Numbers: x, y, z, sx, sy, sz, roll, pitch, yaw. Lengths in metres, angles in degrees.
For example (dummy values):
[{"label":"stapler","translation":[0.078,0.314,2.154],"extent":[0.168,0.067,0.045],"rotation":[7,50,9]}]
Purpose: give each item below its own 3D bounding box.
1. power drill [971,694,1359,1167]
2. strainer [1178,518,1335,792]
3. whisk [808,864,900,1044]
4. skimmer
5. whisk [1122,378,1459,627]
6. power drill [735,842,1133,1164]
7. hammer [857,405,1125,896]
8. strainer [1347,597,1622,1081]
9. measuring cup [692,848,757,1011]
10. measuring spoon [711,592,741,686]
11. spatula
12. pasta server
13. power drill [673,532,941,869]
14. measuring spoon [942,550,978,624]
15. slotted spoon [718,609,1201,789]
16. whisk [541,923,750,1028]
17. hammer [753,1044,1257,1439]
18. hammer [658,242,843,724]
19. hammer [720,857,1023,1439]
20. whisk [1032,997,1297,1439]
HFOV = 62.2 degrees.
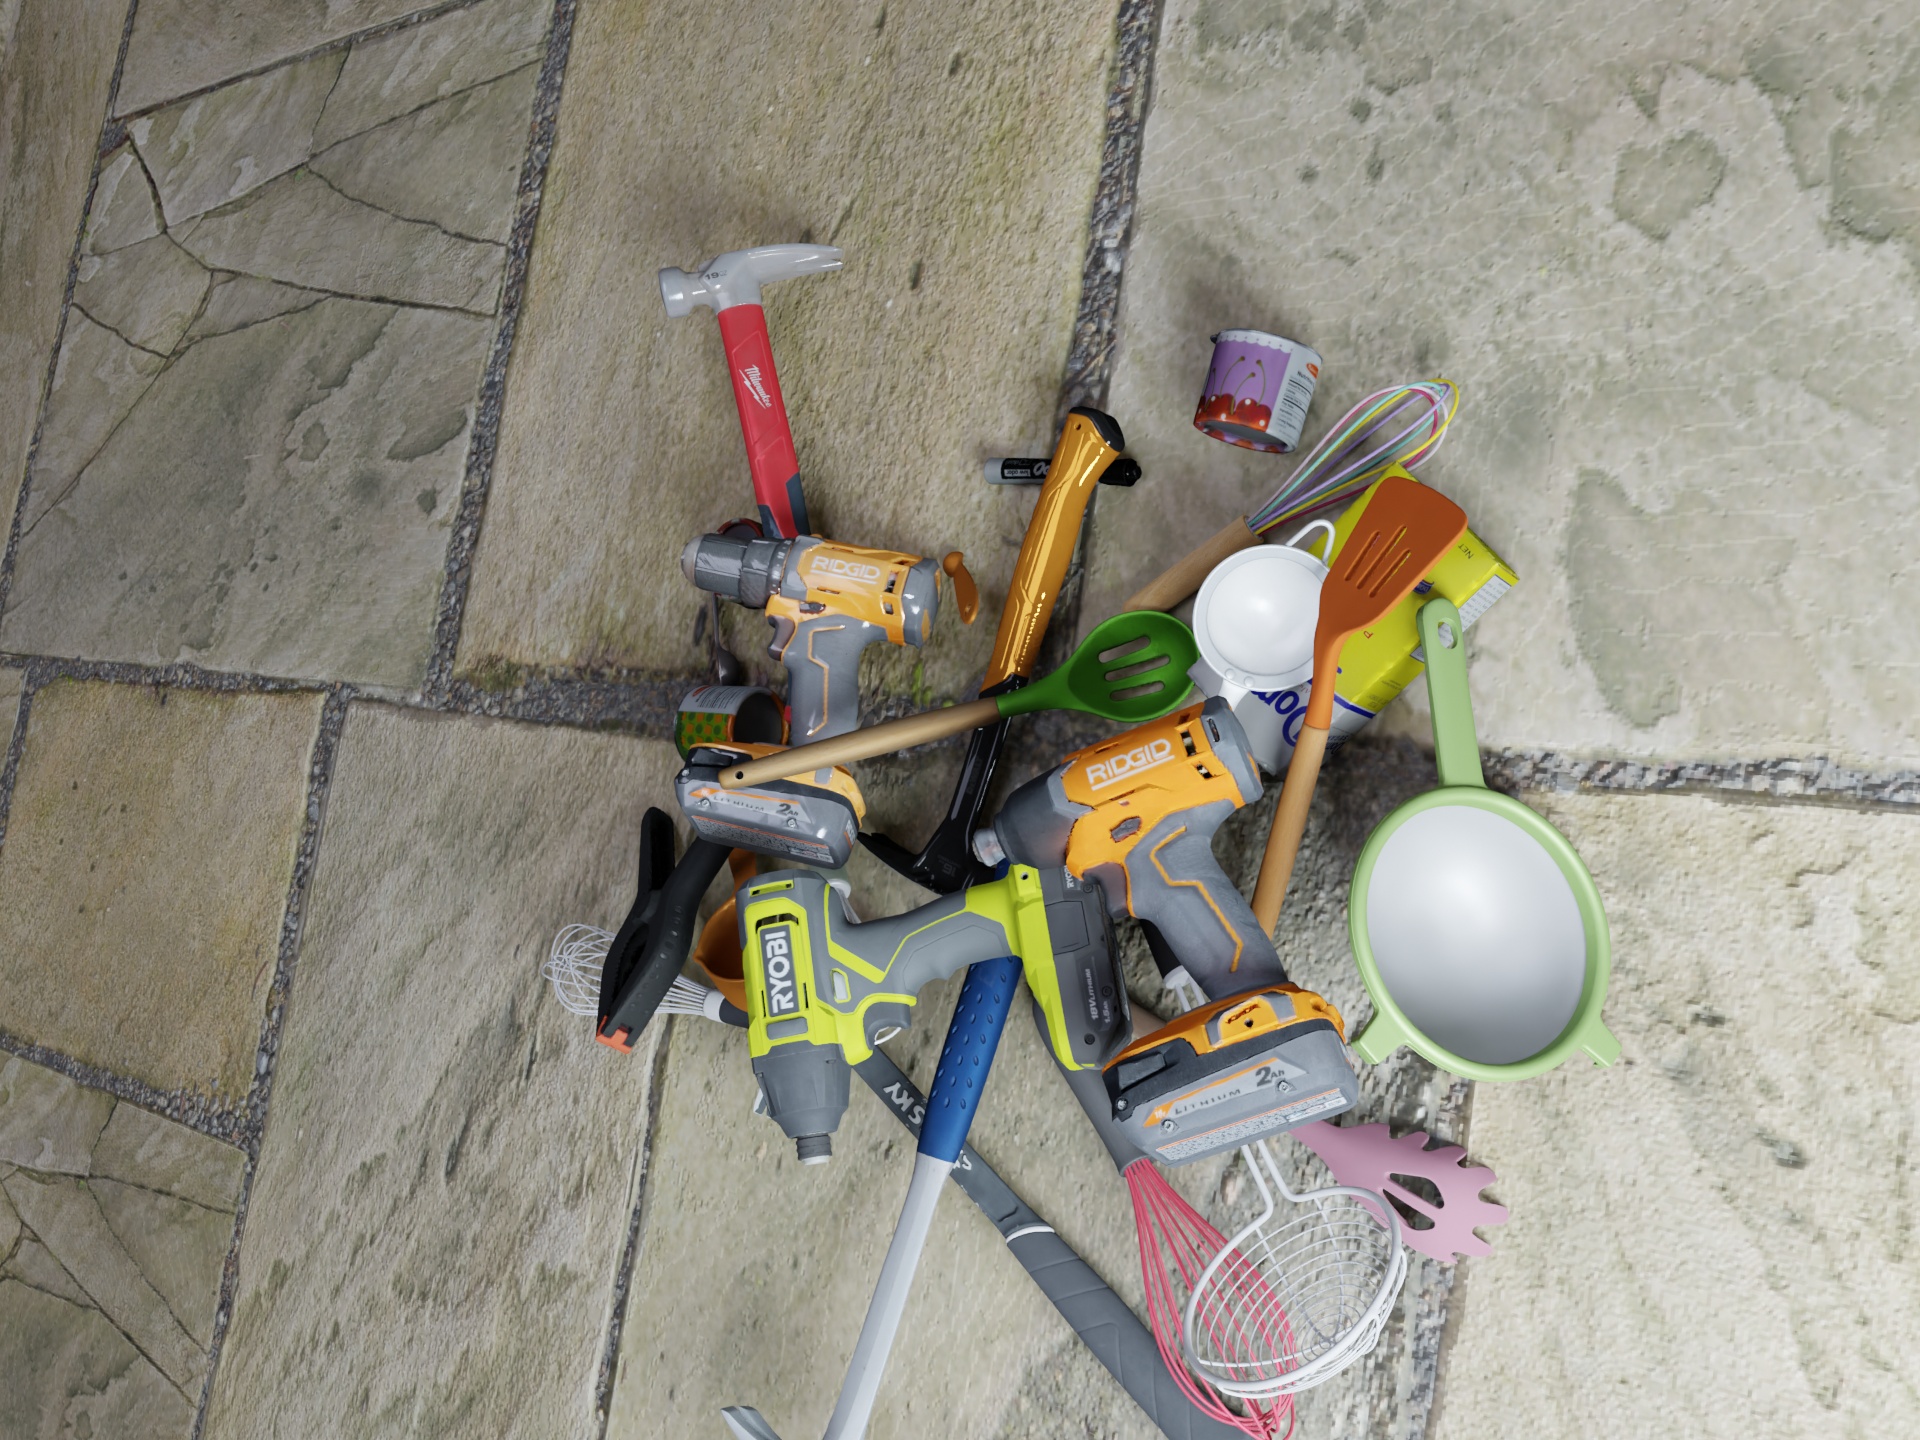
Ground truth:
[{"label":"power drill","translation":[0.102,0.112,0.842],"extent":[0.164,0.084,0.227],"rotation":[-22,60,11]},{"label":"strainer","translation":[0.146,0.000,0.917],"extent":[0.087,0.050,0.258],"rotation":[24,101,-5]},{"label":"whisk","translation":[-0.084,0.122,1.078],"extent":[0.247,0.059,0.057],"rotation":[-109,16,-46]},{"label":"skimmer","translation":[0.132,0.185,0.877],"extent":[0.127,0.090,0.364],"rotation":[-34,51,19]},{"label":"whisk","translation":[0.195,-0.127,0.966],"extent":[0.245,0.051,0.047],"rotation":[-36,67,28]},{"label":"power drill","translation":[-0.017,0.161,0.944],"extent":[0.223,0.080,0.171],"rotation":[-12,71,9]},{"label":"hammer","translation":[0.030,-0.046,1.059],"extent":[0.127,0.034,0.337],"rotation":[23,98,36]},{"label":"strainer","translation":[0.254,0.064,0.846],"extent":[0.069,0.151,0.256],"rotation":[133,138,-65]},{"label":"measuring cup","translation":[-0.144,0.140,1.151],"extent":[0.095,0.052,0.174],"rotation":[-24,37,1]},{"label":"measuring spoon","translation":[-0.185,-0.079,1.247],"extent":[0.018,0.034,0.124],"rotation":[-5,65,-10]},{"label":"spatula","translation":[0.200,0.025,0.885],"extent":[0.081,0.041,0.322],"rotation":[-126,43,-60]},{"label":"pasta server","translation":[0.166,0.212,0.925],"extent":[0.316,0.040,0.060],"rotation":[27,96,41]},{"label":"power drill","translation":[-0.127,-0.028,1.091],"extent":[0.185,0.084,0.226],"rotation":[12,68,9]},{"label":"measuring spoon","translation":[-0.001,-0.091,1.079],"extent":[0.021,0.011,0.117],"rotation":[-60,18,19]},{"label":"slotted spoon","translation":[-0.002,-0.003,1.007],"extent":[0.314,0.031,0.070],"rotation":[-15,83,1]},{"label":"whisk","translation":[-0.202,0.203,1.175],"extent":[0.285,0.070,0.070],"rotation":[7,84,32]},{"label":"hammer","translation":[0.025,0.308,0.984],"extent":[0.149,0.036,0.409],"rotation":[-48,58,-1]},{"label":"hammer","translation":[-0.121,-0.175,1.192],"extent":[0.143,0.038,0.386],"rotation":[-12,78,-6]},{"label":"hammer","translation":[-0.024,0.277,0.977],"extent":[0.144,0.035,0.405],"rotation":[13,78,28]},{"label":"whisk","translation":[0.112,0.276,0.926],"extent":[0.073,0.073,0.296],"rotation":[-44,52,20]}]
